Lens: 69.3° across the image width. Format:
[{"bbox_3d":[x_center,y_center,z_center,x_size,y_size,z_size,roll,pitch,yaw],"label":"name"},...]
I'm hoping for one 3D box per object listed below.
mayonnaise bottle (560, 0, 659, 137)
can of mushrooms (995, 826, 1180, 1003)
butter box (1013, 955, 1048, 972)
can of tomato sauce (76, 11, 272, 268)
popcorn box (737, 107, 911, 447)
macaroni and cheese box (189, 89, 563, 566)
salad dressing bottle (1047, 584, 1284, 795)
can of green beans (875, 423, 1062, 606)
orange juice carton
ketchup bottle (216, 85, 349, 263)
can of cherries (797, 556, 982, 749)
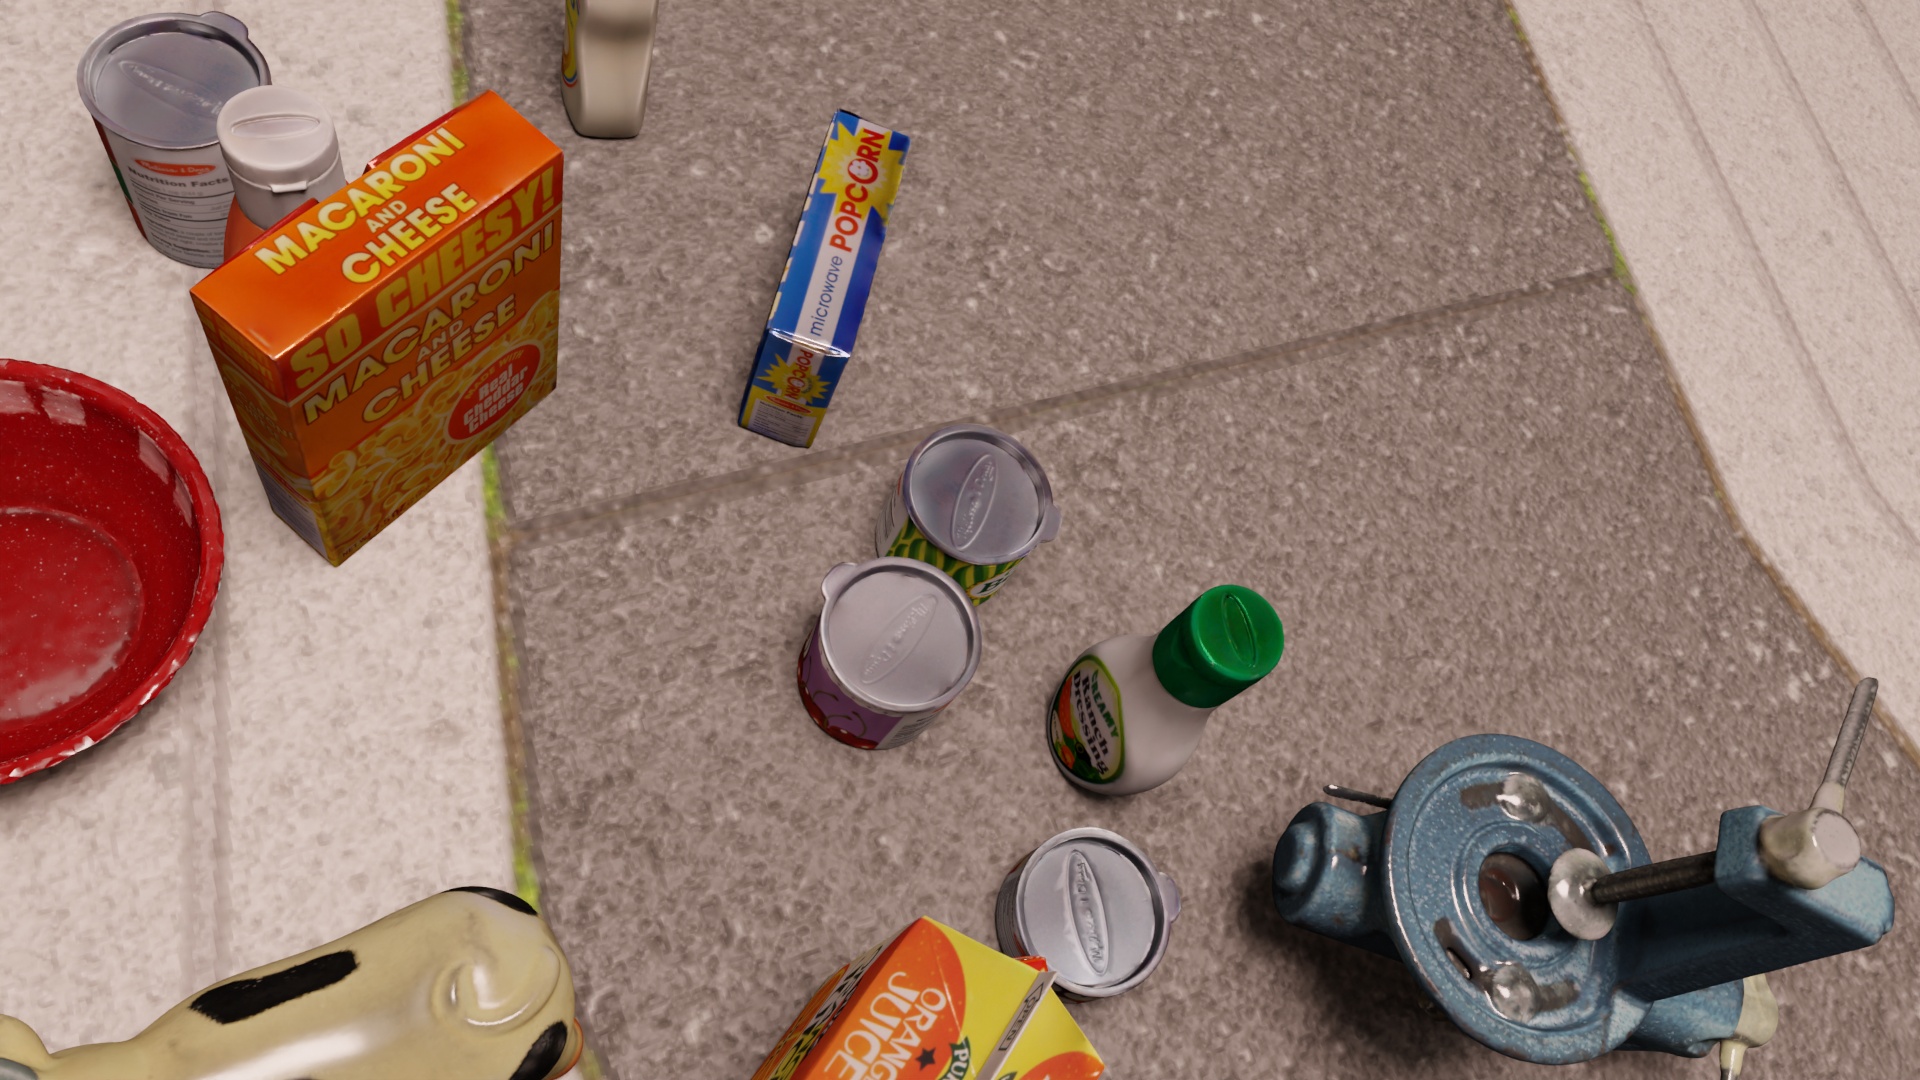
[{"bbox_3d":[-0.156,-0.250,0.623,0.041,0.147,0.065,-4,68,-19],"label":"mayonnaise bottle"},{"bbox_3d":[0.052,0.153,0.567,0.071,0.033,0.071,7,64,-14],"label":"can of mushrooms"},{"bbox_3d":[0.023,0.212,0.519,0.024,0.053,0.104,-2,67,-18],"label":"butter box"},{"bbox_3d":[-0.313,-0.164,0.571,0.071,0.082,0.071,7,65,-14],"label":"can of tomato sauce"},{"bbox_3d":[-0.062,-0.117,0.627,0.038,0.085,0.127,17,62,-9],"label":"popcorn box"},{"bbox_3d":[-0.206,-0.072,0.515,0.040,0.165,0.124,40,61,3],"label":"macaroni and cheese box"},{"bbox_3d":[0.079,0.060,0.553,0.044,0.147,0.064,-6,69,-20],"label":"salad dressing bottle"},{"bbox_3d":[0.000,-0.009,0.612,0.071,0.057,0.071,7,65,-14],"label":"can of green beans"},{"bbox_3d":[-0.018,0.178,0.443,0.073,0.191,0.072,39,61,3],"label":"orange juice carton"},{"bbox_3d":[-0.248,-0.109,0.529,0.065,0.148,0.043,-13,71,-22],"label":"ketchup bottle"},{"bbox_3d":[-0.032,0.046,0.576,0.071,0.058,0.072,7,65,-14],"label":"can of cherries"}]
